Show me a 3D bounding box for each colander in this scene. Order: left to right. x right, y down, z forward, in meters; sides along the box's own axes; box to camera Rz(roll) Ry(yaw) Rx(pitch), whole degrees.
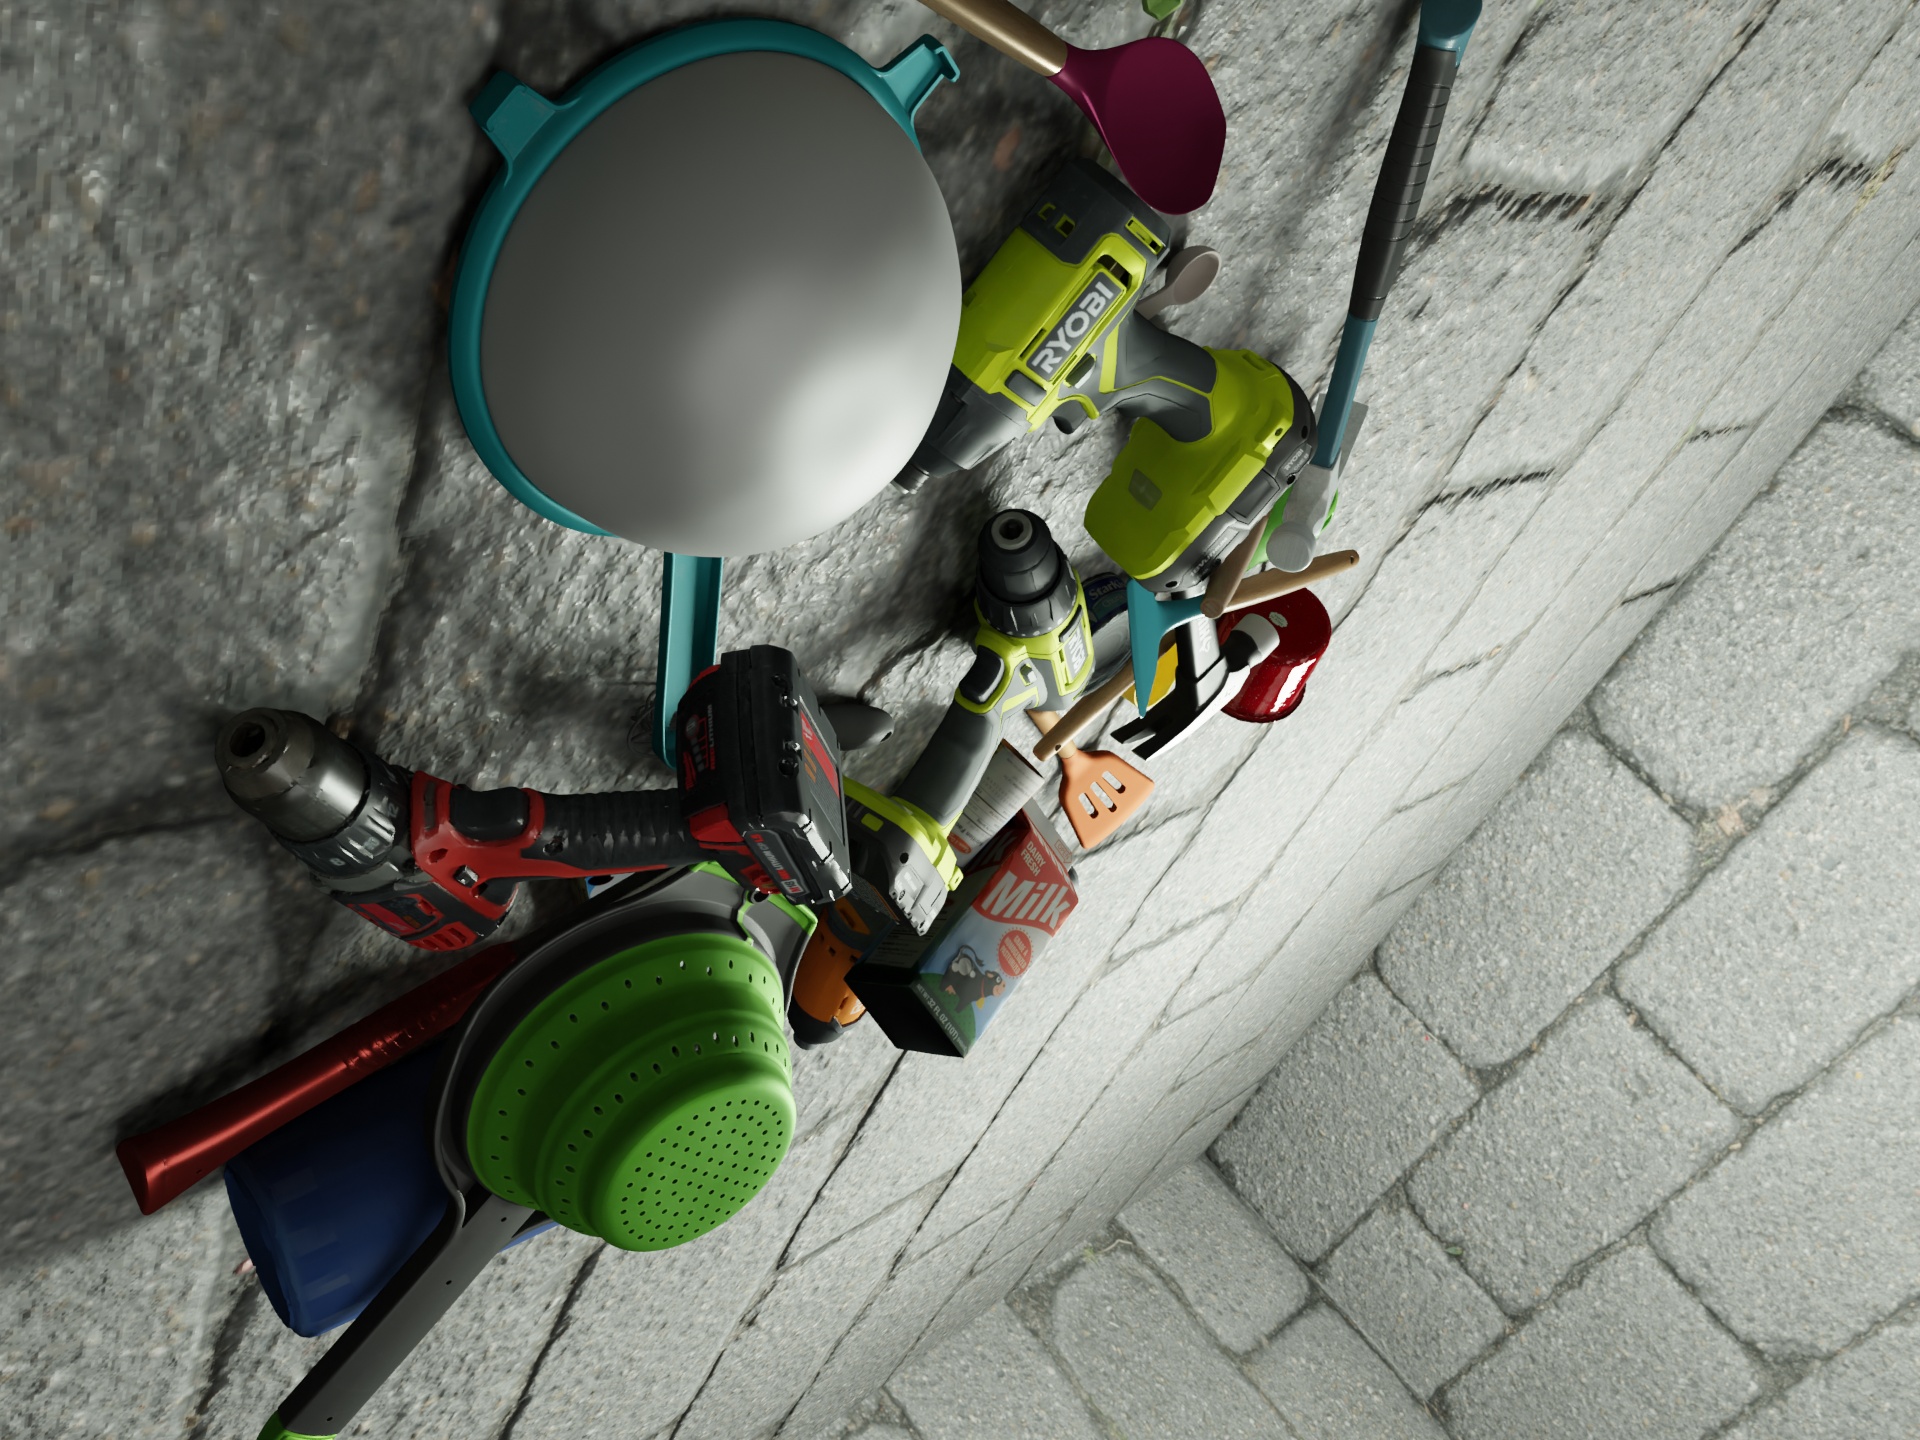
[{"bbox_3d":[-0.203,0.252,0.784,0.397,0.095,0.204,-49,142,0],"label":"colander"}]

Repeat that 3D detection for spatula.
[{"bbox_3d":[0.080,0.020,1.185,0.081,0.041,0.322,-43,155,-1],"label":"spatula"},{"bbox_3d":[0.186,-0.078,1.026,0.317,0.044,0.082,-20,108,-45],"label":"spatula"},{"bbox_3d":[0.184,-0.131,0.981,0.059,0.018,0.316,-63,176,33],"label":"spatula"}]

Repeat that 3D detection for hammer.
[{"bbox_3d":[-0.247,0.136,0.807,0.359,0.037,0.149,-31,163,-11],"label":"hammer"},{"bbox_3d":[0.141,-0.103,1.019,0.146,0.035,0.334,-43,147,-16],"label":"hammer"},{"bbox_3d":[0.240,-0.252,0.929,0.128,0.033,0.330,-59,163,-46],"label":"hammer"}]

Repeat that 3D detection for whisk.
[{"bbox_3d":[-0.099,0.002,0.871,0.055,0.055,0.239,-52,160,17],"label":"whisk"}]

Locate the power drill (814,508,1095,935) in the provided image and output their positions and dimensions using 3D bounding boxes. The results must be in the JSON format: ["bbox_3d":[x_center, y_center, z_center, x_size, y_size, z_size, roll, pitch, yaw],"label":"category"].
[{"bbox_3d":[-0.001,-0.003,0.927,0.228,0.080,0.190,-56,160,-14],"label":"power drill"}]

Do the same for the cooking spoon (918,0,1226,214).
[{"bbox_3d":[0.020,-0.264,0.609,0.318,0.017,0.069,4,101,-52],"label":"cooking spoon"}]

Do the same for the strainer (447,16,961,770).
[{"bbox_3d":[-0.082,-0.089,0.628,0.211,0.095,0.340,-22,141,-35],"label":"strainer"}]

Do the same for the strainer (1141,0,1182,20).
[{"bbox_3d":[0.057,-0.320,0.548,0.256,0.069,0.151,-17,145,-49],"label":"strainer"}]

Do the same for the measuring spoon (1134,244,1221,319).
[{"bbox_3d":[0.084,-0.216,0.840,0.124,0.018,0.034,-33,155,-8],"label":"measuring spoon"}]

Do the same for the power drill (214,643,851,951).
[{"bbox_3d":[-0.172,0.033,0.667,0.226,0.080,0.187,-10,154,5],"label":"power drill"}]

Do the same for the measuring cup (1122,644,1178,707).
[{"bbox_3d":[0.167,-0.078,1.192,0.156,0.029,0.062,-52,149,-12],"label":"measuring cup"}]

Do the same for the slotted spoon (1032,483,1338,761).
[{"bbox_3d":[0.167,-0.078,1.141,0.314,0.031,0.070,-43,136,-11],"label":"slotted spoon"}]

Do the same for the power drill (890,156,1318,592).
[{"bbox_3d":[0.072,-0.155,0.804,0.171,0.080,0.223,-50,141,14],"label":"power drill"}]

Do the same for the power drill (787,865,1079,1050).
[{"bbox_3d":[-0.031,0.171,1.212,0.226,0.084,0.164,-15,144,-41],"label":"power drill"}]
